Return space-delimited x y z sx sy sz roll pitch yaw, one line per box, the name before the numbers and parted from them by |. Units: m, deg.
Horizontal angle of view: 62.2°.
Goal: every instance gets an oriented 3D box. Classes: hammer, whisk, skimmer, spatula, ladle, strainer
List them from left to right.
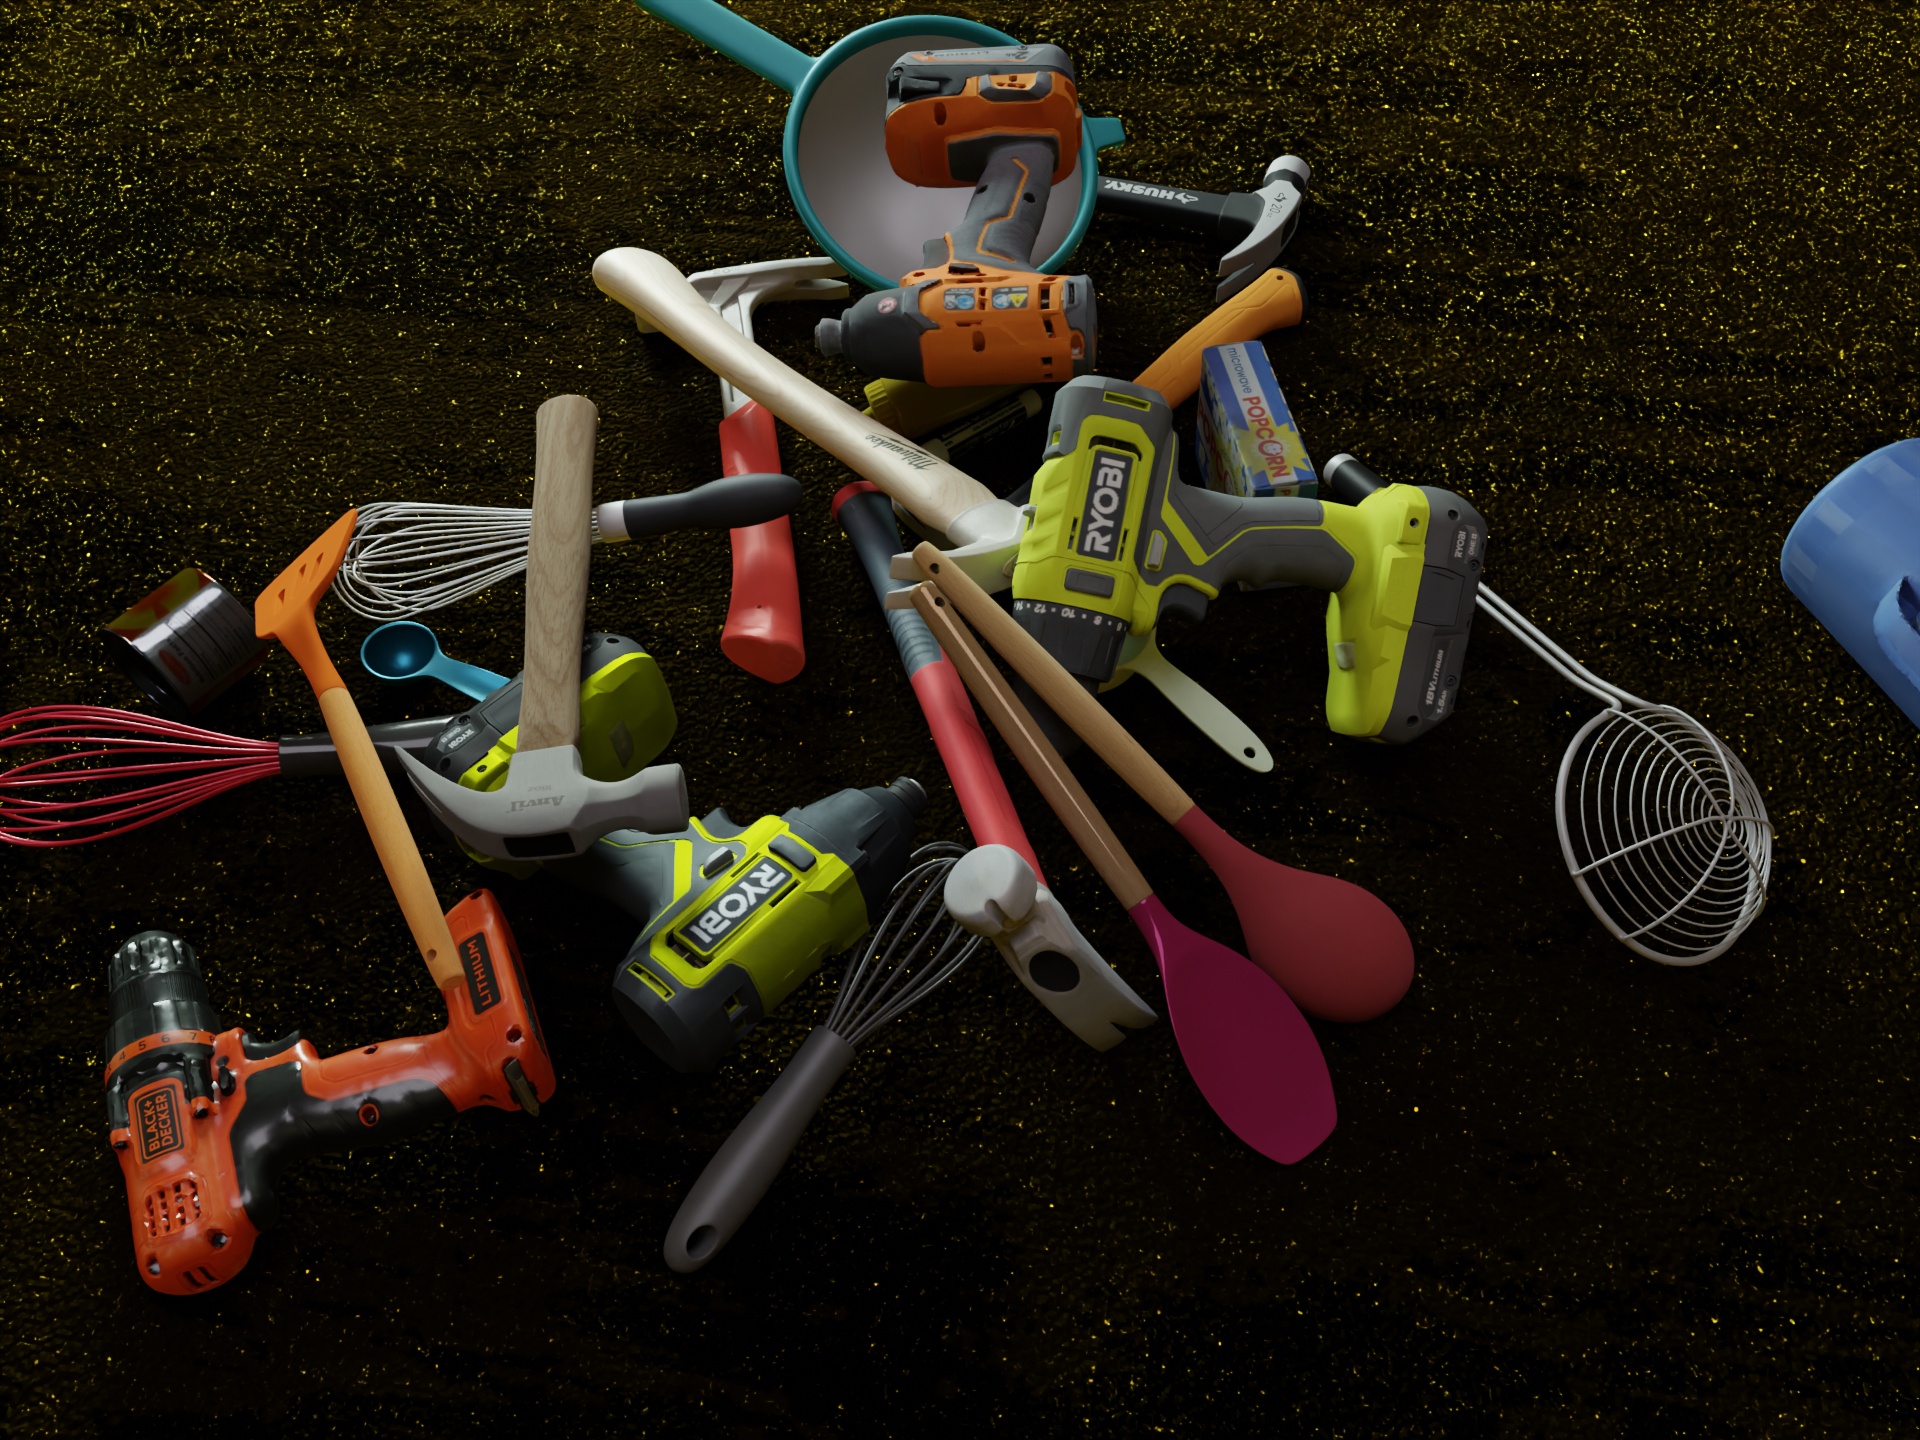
whisk | -0.378 0.020 0.841 0.295 0.073 0.073 -5 51 -10
spatula | -0.301 0.008 0.799 0.081 0.041 0.323 -40 57 8
hammer | -0.209 -0.062 0.813 0.130 0.031 0.332 -8 46 -3
whisk | -0.230 -0.109 0.917 0.284 0.070 0.070 -9 51 3
hammer | -0.122 -0.170 0.995 0.149 0.036 0.359 -9 51 -5
hammer | -0.105 -0.189 0.940 0.146 0.038 0.411 -22 47 -37
whisk | -0.057 0.151 0.732 0.055 0.055 0.239 27 62 21
strainer | -0.073 -0.396 1.090 0.340 0.095 0.211 30 76 -1
hammer | -0.001 -0.003 0.832 0.038 0.143 0.387 -34 41 10
hammer | 0.077 -0.387 1.164 0.335 0.035 0.146 15 53 14
hammer | 0.107 -0.201 1.013 0.127 0.034 0.337 35 60 25
ladle | 0.089 0.025 0.757 0.315 0.069 0.031 45 20 9
skimmer | 0.293 -0.024 0.864 0.127 0.090 0.364 -4 38 -24

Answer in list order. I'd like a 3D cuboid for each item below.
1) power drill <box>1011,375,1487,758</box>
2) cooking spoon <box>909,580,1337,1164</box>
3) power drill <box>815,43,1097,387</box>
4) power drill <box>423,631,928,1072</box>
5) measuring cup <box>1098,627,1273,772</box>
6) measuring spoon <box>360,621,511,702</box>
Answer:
power drill | 0.137 -0.058 0.816 0.228 0.080 0.190 11 89 -9
cooking spoon | 0.069 0.064 0.743 0.069 0.017 0.319 -28 78 -30
power drill | -0.002 -0.299 0.961 0.164 0.084 0.227 -1 63 5
power drill | -0.139 0.050 0.772 0.223 0.080 0.171 30 58 32
measuring cup | 0.101 -0.021 0.874 0.168 0.038 0.083 41 61 12
measuring spoon | -0.277 -0.017 0.895 0.128 0.021 0.042 23 54 8
